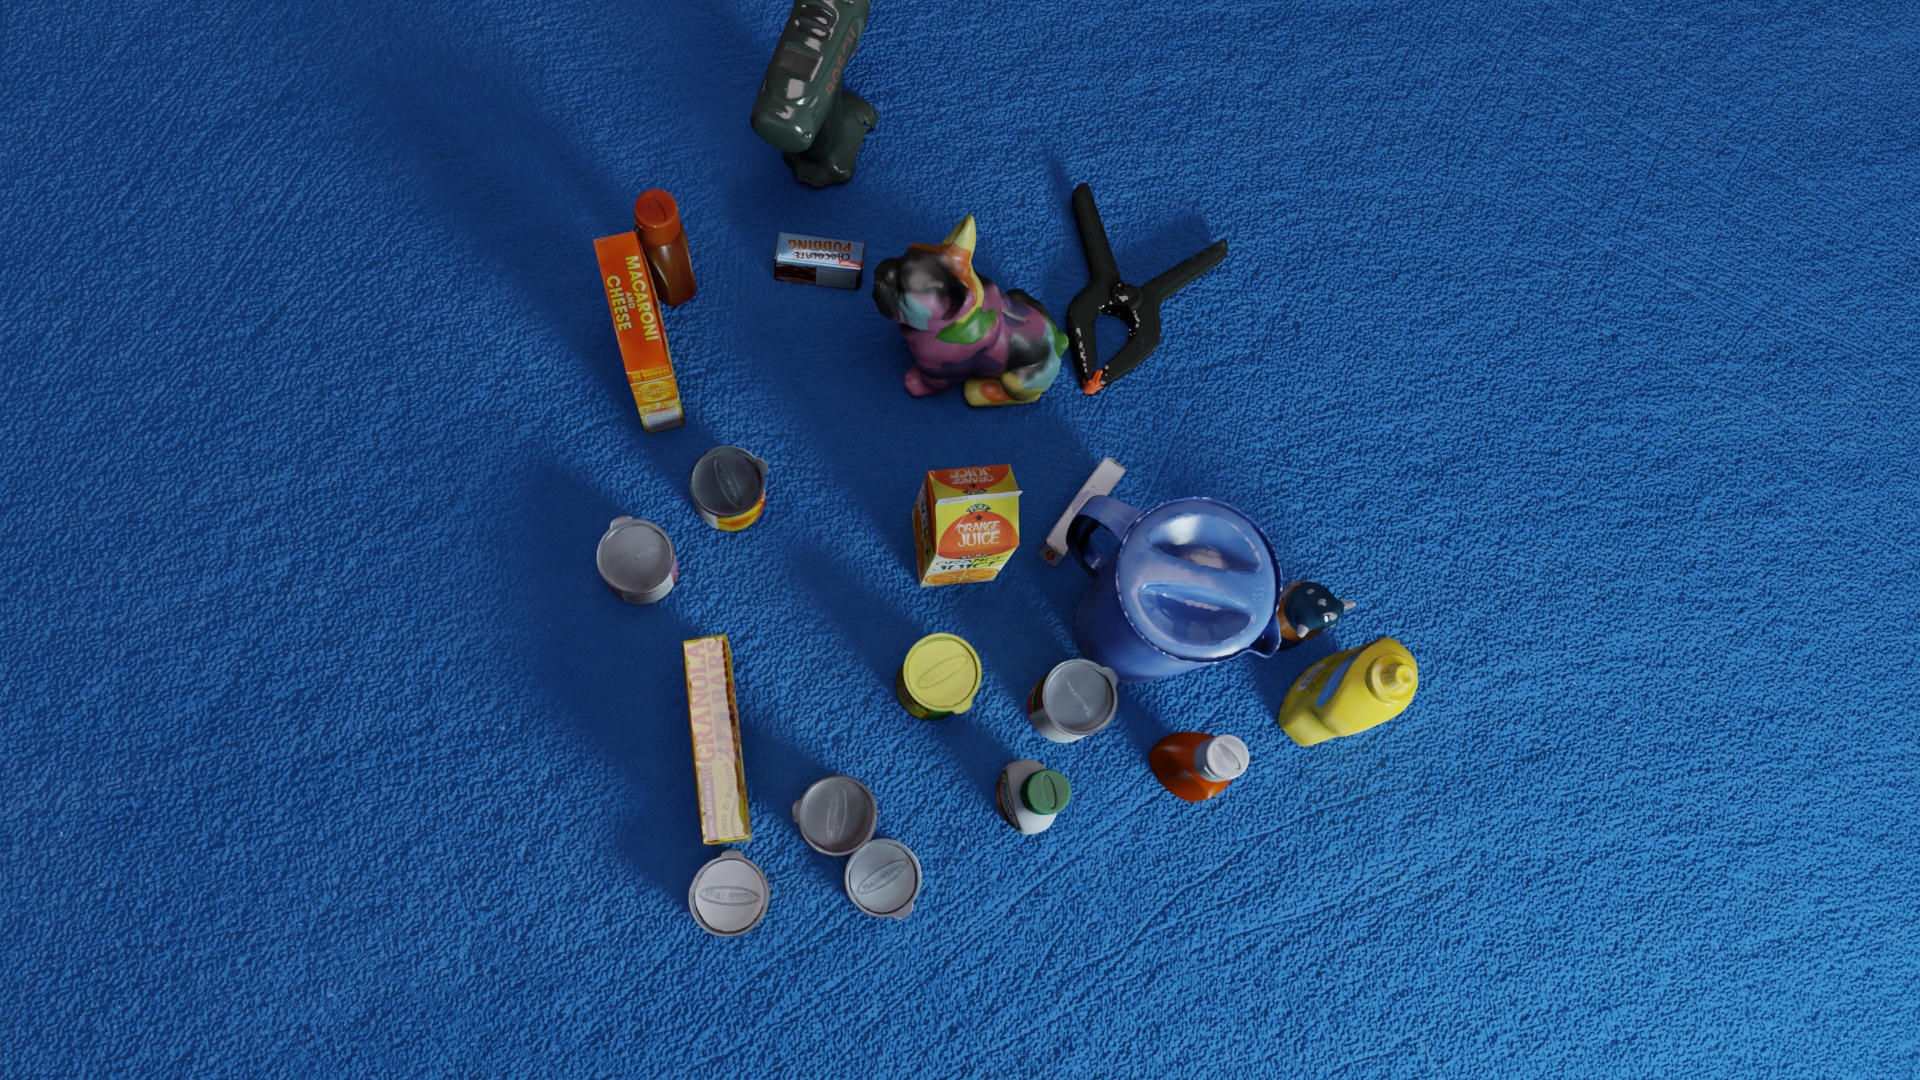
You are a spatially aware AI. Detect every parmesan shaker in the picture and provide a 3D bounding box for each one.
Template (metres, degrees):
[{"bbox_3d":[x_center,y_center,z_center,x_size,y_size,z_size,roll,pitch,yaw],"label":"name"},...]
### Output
[{"bbox_3d":[-0.020,0.124,1.213,0.071,0.103,0.071,2,77,-7],"label":"parmesan shaker"}]

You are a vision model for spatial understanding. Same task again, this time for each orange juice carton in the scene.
[{"bbox_3d":[0.004,-0.015,1.203,0.072,0.192,0.073,-5,78,-8],"label":"orange juice carton"}]

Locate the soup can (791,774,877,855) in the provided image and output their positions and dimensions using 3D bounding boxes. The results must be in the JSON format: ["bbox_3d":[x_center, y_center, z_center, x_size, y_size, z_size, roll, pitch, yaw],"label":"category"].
[{"bbox_3d":[-0.109,0.235,1.184,0.071,0.083,0.071,2,77,-7],"label":"soup can"}]

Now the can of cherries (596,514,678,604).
[{"bbox_3d":[-0.285,0.017,1.227,0.071,0.058,0.071,2,76,-7],"label":"can of cherries"}]

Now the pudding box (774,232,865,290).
[{"bbox_3d":[-0.134,-0.265,1.320,0.084,0.049,0.030,6,76,-6],"label":"pudding box"}]

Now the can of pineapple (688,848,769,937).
[{"bbox_3d":[-0.193,0.298,1.171,0.071,0.057,0.071,2,76,-7],"label":"can of pineapple"}]

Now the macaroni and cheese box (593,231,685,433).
[{"bbox_3d":[-0.279,-0.179,1.220,0.040,0.166,0.124,-14,79,-10],"label":"macaroni and cheese box"}]

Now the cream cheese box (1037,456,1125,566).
[{"bbox_3d":[0.111,-0.027,1.292,0.024,0.053,0.104,36,75,2],"label":"cream cheese box"}]

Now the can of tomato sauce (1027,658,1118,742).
[{"bbox_3d":[0.100,0.142,1.234,0.071,0.083,0.071,2,77,-7],"label":"can of tomato sauce"}]

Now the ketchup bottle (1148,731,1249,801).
[{"bbox_3d":[0.208,0.193,1.202,0.043,0.148,0.065,-41,85,-14],"label":"ketchup bottle"}]

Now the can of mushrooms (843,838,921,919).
[{"bbox_3d":[-0.067,0.294,1.201,0.071,0.033,0.071,2,76,-7],"label":"can of mushrooms"}]

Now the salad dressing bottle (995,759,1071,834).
[{"bbox_3d":[0.062,0.216,1.178,0.044,0.147,0.064,-11,79,-10],"label":"salad dressing bottle"}]

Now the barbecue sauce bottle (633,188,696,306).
[{"bbox_3d":[-0.269,-0.266,1.252,0.044,0.148,0.065,-31,83,-13],"label":"barbecue sauce bottle"}]

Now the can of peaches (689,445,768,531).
[{"bbox_3d":[-0.207,-0.047,1.253,0.071,0.058,0.071,2,76,-7],"label":"can of peaches"}]

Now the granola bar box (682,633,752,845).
[{"bbox_3d":[-0.204,0.171,1.166,0.039,0.124,0.166,-7,78,-9],"label":"granola bar box"}]
